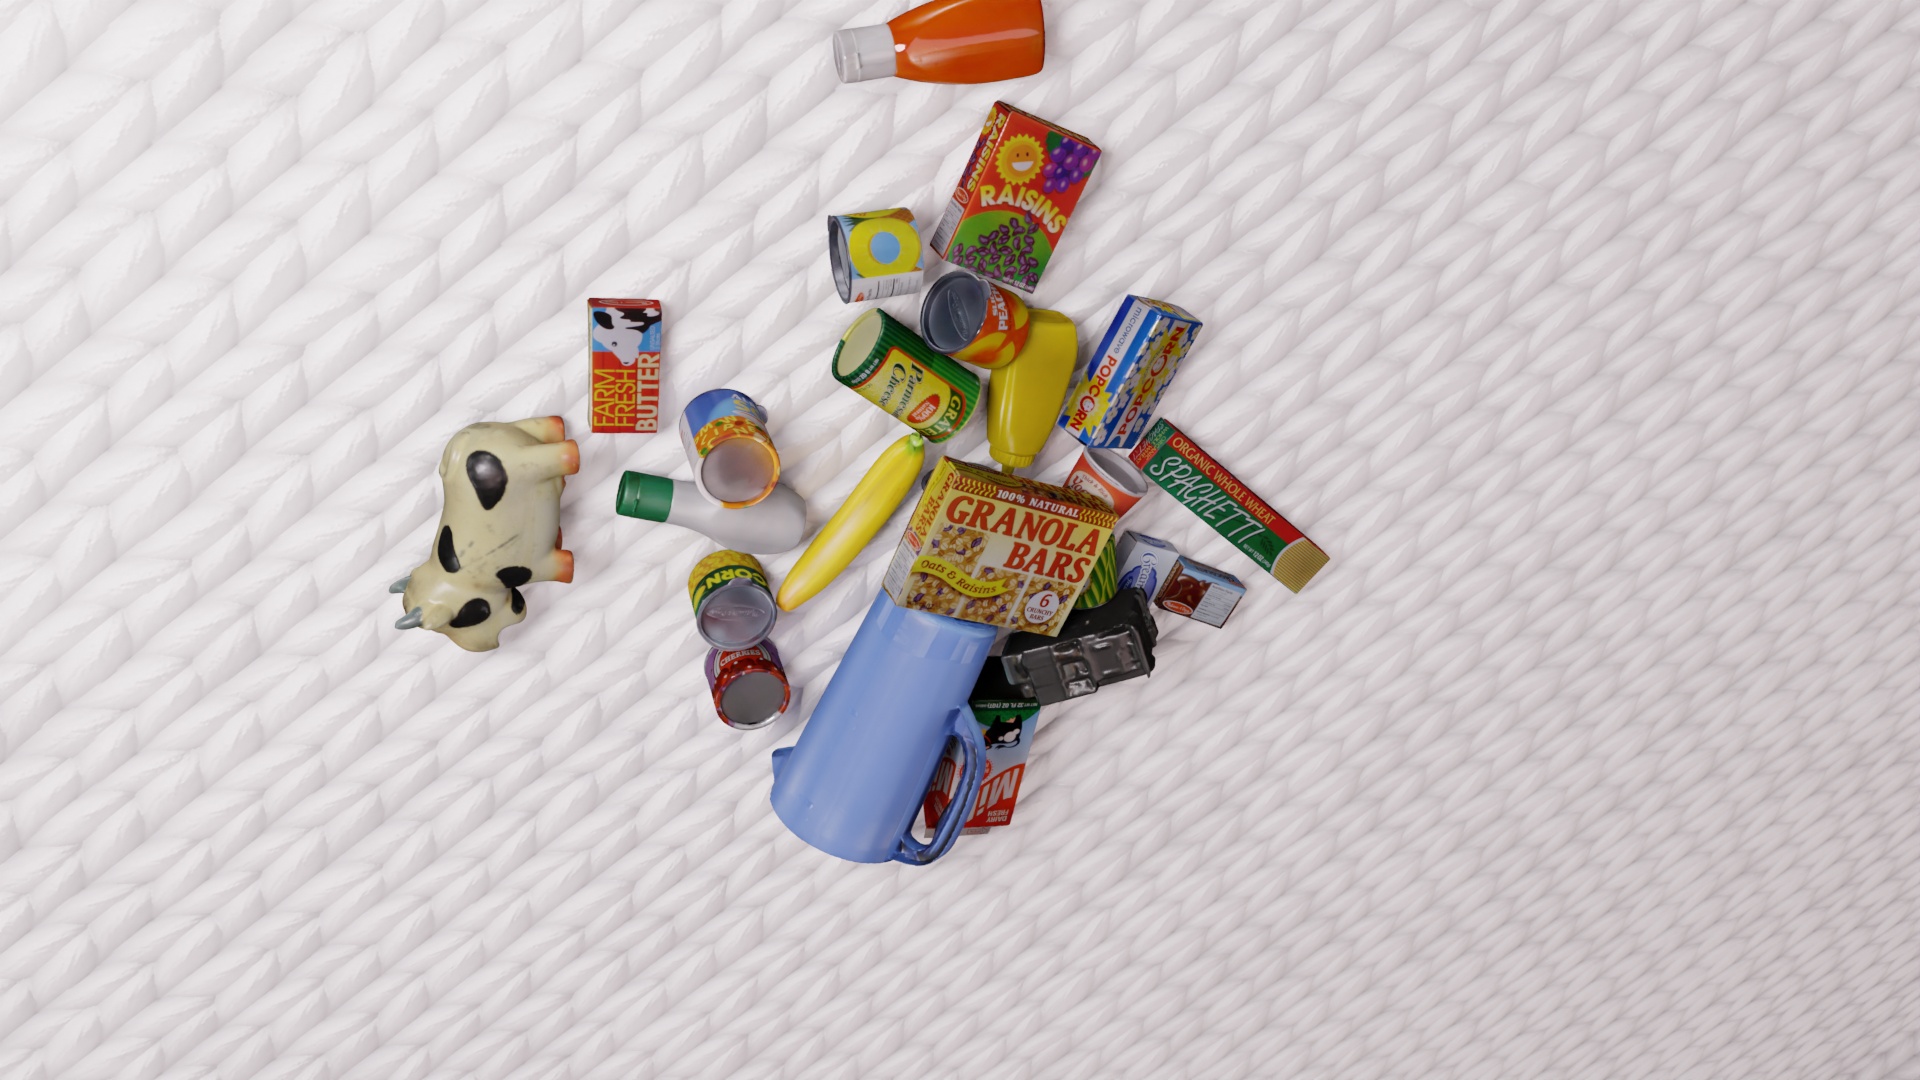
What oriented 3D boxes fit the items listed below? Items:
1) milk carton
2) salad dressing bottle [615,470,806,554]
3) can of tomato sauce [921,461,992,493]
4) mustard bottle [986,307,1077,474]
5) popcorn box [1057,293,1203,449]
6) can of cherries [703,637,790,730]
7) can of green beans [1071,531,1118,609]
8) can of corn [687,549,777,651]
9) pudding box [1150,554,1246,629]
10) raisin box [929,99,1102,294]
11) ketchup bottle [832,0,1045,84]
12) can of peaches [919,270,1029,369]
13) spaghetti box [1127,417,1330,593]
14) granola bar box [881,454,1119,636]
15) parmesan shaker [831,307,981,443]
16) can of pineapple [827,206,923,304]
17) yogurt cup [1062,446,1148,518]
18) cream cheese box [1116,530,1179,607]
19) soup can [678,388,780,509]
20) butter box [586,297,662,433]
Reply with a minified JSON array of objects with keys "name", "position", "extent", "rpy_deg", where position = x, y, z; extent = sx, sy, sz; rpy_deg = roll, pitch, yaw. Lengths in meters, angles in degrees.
[{"name":"milk carton","position":[0.014,0.207,1.317],"extent":[0.072,0.074,0.189],"rpy_deg":[2,119,-21]},{"name":"salad dressing bottle","position":[-0.200,-0.026,1.118],"extent":[0.148,0.044,0.064],"rpy_deg":[11,117,-24]},{"name":"can of tomato sauce","position":[0.004,-0.015,1.185],"extent":[0.071,0.071,0.082],"rpy_deg":[-12,123,-13]},{"name":"mustard bottle","position":[0.051,-0.113,1.157],"extent":[0.065,0.049,0.159],"rpy_deg":[1,119,-23]},{"name":"popcorn box","position":[0.142,-0.139,1.159],"extent":[0.085,0.038,0.126],"rpy_deg":[-4,127,-57]},{"name":"can of cherries","position":[-0.185,0.119,1.200],"extent":[0.071,0.058,0.071],"rpy_deg":[-9,122,-15]},{"name":"can of green beans","position":[0.107,0.020,1.245],"extent":[0.071,0.071,0.057],"rpy_deg":[-15,123,-12]},{"name":"can of corn","position":[-0.190,0.047,1.155],"extent":[0.071,0.058,0.070],"rpy_deg":[-9,122,-15]},{"name":"pudding box","position":[0.226,0.048,1.328],"extent":[0.084,0.030,0.049],"rpy_deg":[19,112,-28]},{"name":"raisin box","position":[0.042,-0.264,1.071],"extent":[0.086,0.040,0.123],"rpy_deg":[16,114,-26]},{"name":"ketchup bottle","position":[-0.015,-0.355,0.992],"extent":[0.149,0.044,0.064],"rpy_deg":[-13,122,-13]},{"name":"can of peaches","position":[0.013,-0.172,1.087],"extent":[0.058,0.071,0.071],"rpy_deg":[13,116,-51]},{"name":"spaghetti box","position":[0.254,-0.029,1.294],"extent":[0.249,0.029,0.050],"rpy_deg":[34,103,-33]},{"name":"granola bar box","position":[0.033,0.007,1.146],"extent":[0.166,0.039,0.123],"rpy_deg":[13,112,-33]},{"name":"parmesan shaker","position":[-0.045,-0.128,1.102],"extent":[0.103,0.071,0.071],"rpy_deg":[31,105,-32]},{"name":"can of pineapple","position":[-0.064,-0.216,1.043],"extent":[0.058,0.071,0.070],"rpy_deg":[-11,122,-15]},{"name":"yogurt cup","position":[0.122,-0.044,1.216],"extent":[0.072,0.073,0.053],"rpy_deg":[22,118,-29]},{"name":"cream cheese box","position":[0.158,0.043,1.304],"extent":[0.053,0.024,0.103],"rpy_deg":[14,113,-28]},{"name":"soup can","position":[-0.176,-0.072,1.075],"extent":[0.071,0.084,0.071],"rpy_deg":[-9,122,-15]},{"name":"butter box","position":[-0.254,-0.131,1.047],"extent":[0.053,0.024,0.103],"rpy_deg":[-2,119,-19]}]
